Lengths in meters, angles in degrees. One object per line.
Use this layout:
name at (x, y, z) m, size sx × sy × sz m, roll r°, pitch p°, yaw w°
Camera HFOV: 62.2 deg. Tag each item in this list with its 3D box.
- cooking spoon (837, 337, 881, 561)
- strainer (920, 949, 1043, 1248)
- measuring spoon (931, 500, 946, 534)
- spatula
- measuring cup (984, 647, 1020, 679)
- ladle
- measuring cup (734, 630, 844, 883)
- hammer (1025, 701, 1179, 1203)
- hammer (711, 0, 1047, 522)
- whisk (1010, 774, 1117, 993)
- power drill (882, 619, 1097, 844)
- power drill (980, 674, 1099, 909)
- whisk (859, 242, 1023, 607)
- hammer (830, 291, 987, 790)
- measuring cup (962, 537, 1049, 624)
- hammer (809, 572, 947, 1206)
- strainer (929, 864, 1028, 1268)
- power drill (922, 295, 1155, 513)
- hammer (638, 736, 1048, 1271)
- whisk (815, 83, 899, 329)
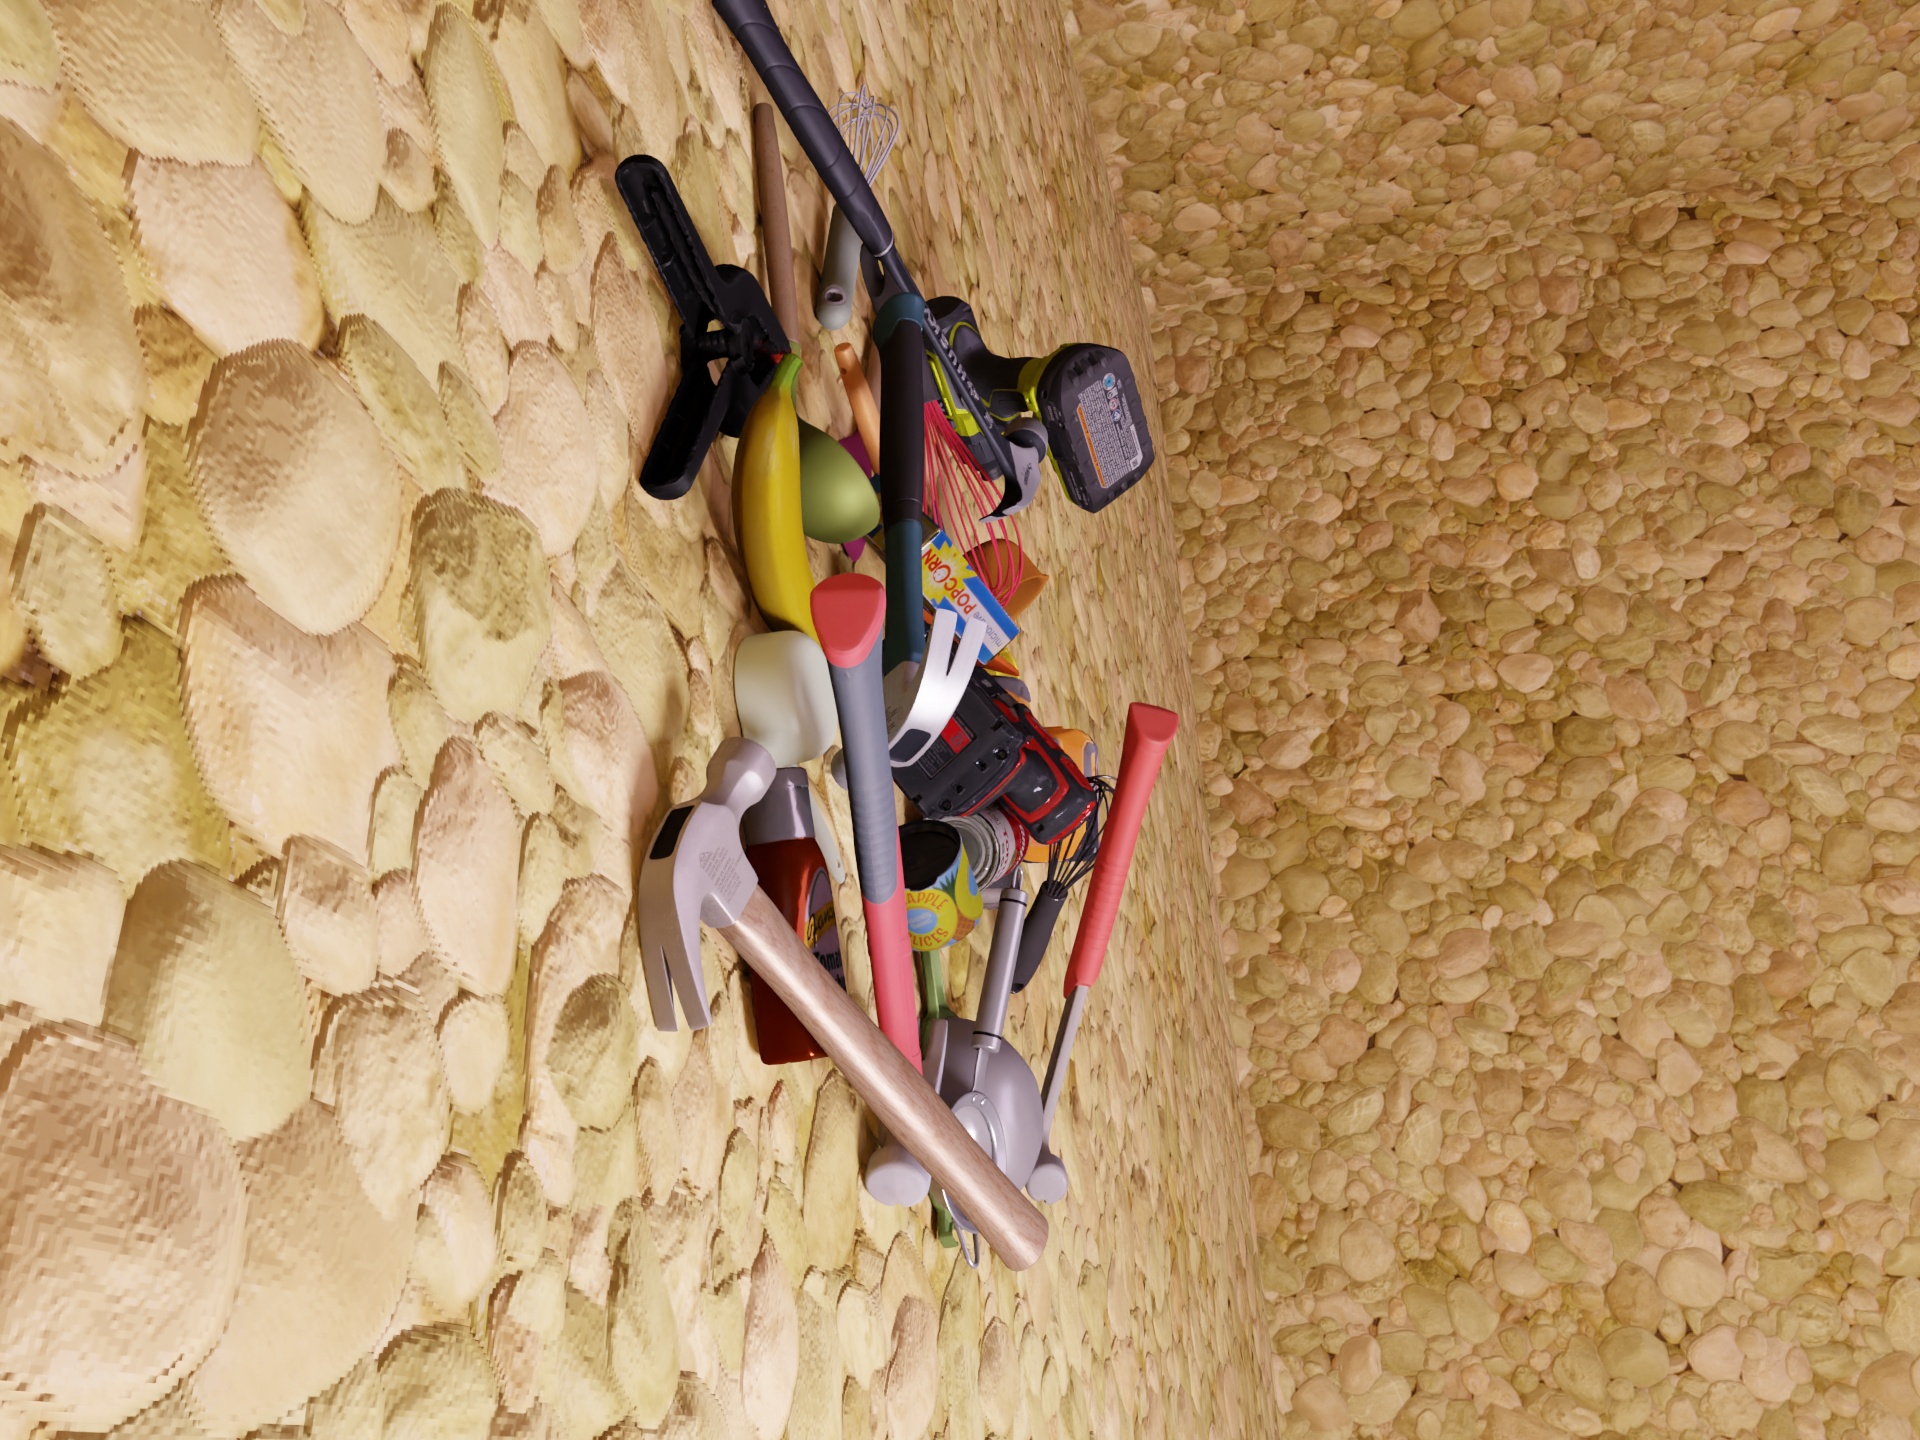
cooking spoon at (-0.067, -0.236, 1.190) m, size 0.068 × 0.017 × 0.319 m, roll 67°, pitch 20°, yaw -44°
strainer at (0.013, 0.218, 1.093) m, size 0.151 × 0.069 × 0.256 m, roll -13°, pitch 95°, yaw -76°
measuring spoon at (-0.001, -0.133, 1.372) m, size 0.042 × 0.021 × 0.128 m, roll -78°, pitch 156°, yaw -56°
spatula at (-0.033, -0.140, 1.156) m, size 0.041 × 0.081 × 0.322 m, roll -52°, pitch 142°, yaw -30°
measuring cup at (0.009, -0.034, 1.362) m, size 0.156 × 0.029 × 0.062 m, roll 3°, pitch 81°, yaw -64°
ladle at (-0.099, -0.259, 1.006) m, size 0.078 × 0.062 × 0.320 m, roll 119°, pitch -34°, yaw -66°
measuring cup at (-0.082, 0.024, 0.911) m, size 0.083 × 0.038 × 0.167 m, roll -77°, pitch 151°, yaw -58°
hammer at (0.095, 0.161, 1.167) m, size 0.149 × 0.036 × 0.359 m, roll -110°, pitch -147°, yaw -78°
hammer at (-0.048, -0.314, 1.102) m, size 0.408 × 0.036 × 0.149 m, roll 56°, pitch 26°, yaw -29°
whisk at (0.076, 0.134, 1.254) m, size 0.055 × 0.055 × 0.238 m, roll -80°, pitch -171°, yaw -53°
power drill at (-0.002, -0.003, 1.095) m, size 0.188 × 0.080 × 0.226 m, roll 50°, pitch 10°, yaw 19°
power drill at (0.053, 0.073, 1.341) m, size 0.226 × 0.084 × 0.185 m, roll 30°, pitch 58°, yaw -67°
whisk at (-0.021, -0.222, 1.207) m, size 0.073 × 0.073 × 0.295 m, roll -51°, pitch 123°, yaw -72°
hammer at (-0.037, -0.127, 0.985) m, size 0.033 × 0.128 × 0.331 m, roll 16°, pitch 57°, yaw -30°
measuring cup at (0.024, -0.102, 1.347) m, size 0.052 × 0.095 × 0.173 m, roll 53°, pitch -3°, yaw 11°
hammer at (-0.041, 0.087, 0.883) m, size 0.143 × 0.038 × 0.386 m, roll -80°, pitch 168°, yaw -56°
strainer at (0.014, 0.216, 1.024) m, size 0.086 × 0.050 × 0.259 m, roll 41°, pitch 55°, yaw -51°
power drill at (0.054, -0.258, 1.340) m, size 0.223 × 0.080 × 0.171 m, roll 29°, pitch -30°, yaw 47°
hammer at (-0.047, 0.169, 0.789) m, size 0.331 × 0.031 × 0.130 m, roll 55°, pitch 40°, yaw -28°
whisk at (-0.082, -0.381, 1.177) m, size 0.059 × 0.058 × 0.247 m, roll 96°, pitch -1°, yaw -58°
